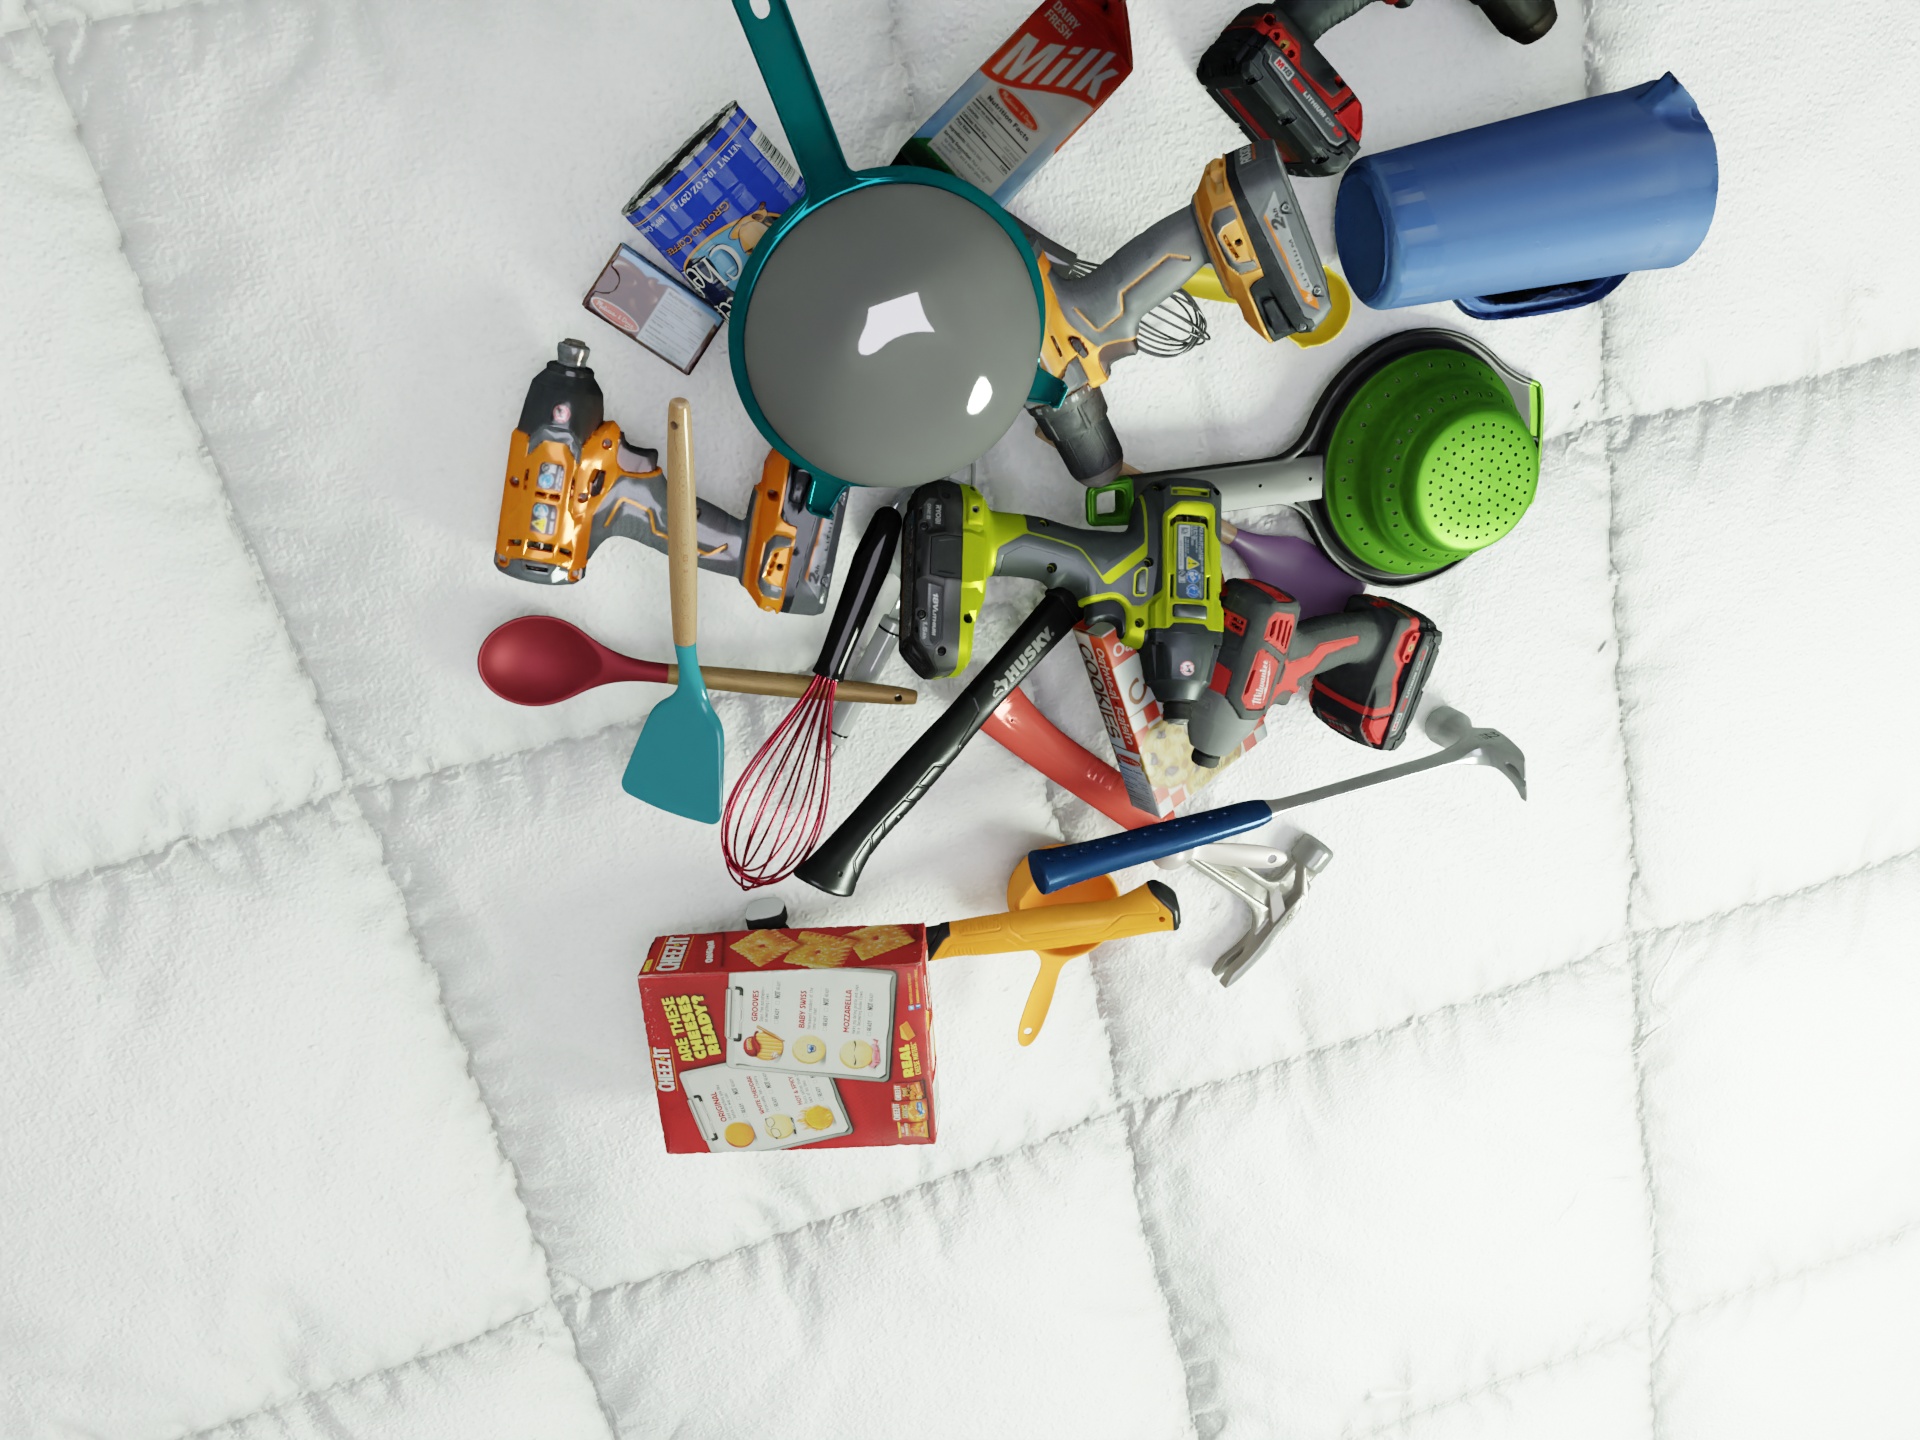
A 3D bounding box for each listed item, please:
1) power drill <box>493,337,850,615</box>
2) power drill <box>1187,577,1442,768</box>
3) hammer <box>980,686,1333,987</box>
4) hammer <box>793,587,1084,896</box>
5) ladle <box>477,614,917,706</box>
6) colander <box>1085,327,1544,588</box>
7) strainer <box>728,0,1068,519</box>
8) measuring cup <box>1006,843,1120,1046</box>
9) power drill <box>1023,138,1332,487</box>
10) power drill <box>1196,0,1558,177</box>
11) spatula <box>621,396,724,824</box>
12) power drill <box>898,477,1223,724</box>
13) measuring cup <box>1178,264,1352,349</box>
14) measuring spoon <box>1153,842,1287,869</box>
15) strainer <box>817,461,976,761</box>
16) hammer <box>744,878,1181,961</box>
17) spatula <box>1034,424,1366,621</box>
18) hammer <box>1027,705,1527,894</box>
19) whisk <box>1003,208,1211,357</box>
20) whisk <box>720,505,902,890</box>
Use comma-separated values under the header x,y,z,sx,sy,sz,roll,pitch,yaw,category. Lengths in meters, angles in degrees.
x,y,z,sx,sy,sz,roll,pitch,yaw,category
-0.194,-0.163,1.090,0.226,0.084,0.164,9,108,-14,power drill
0.261,-0.032,1.216,0.219,0.079,0.143,-1,115,-40,power drill
0.139,0.081,1.296,0.358,0.037,0.149,33,99,-24,hammer
-0.002,-0.004,1.165,0.335,0.035,0.146,-48,120,-16,hammer
-0.186,-0.032,1.155,0.315,0.031,0.069,6,111,-11,ladle
0.291,-0.178,1.191,0.397,0.095,0.204,-10,112,-15,colander
-0.052,-0.273,0.950,0.211,0.095,0.340,-26,129,-3,strainer
0.070,0.182,1.308,0.095,0.052,0.173,10,109,-18,measuring cup
0.134,-0.268,1.081,0.226,0.084,0.185,-19,120,20,power drill
0.297,-0.484,1.102,0.187,0.080,0.226,39,94,-24,power drill
-0.189,-0.068,1.066,0.082,0.044,0.317,19,131,15,spatula
0.073,-0.086,1.111,0.223,0.080,0.171,3,84,-10,power drill
0.210,-0.317,1.174,0.156,0.029,0.062,11,108,-6,measuring cup
0.214,0.111,1.298,0.124,0.018,0.034,5,109,-18,measuring spoon
-0.045,-0.077,1.185,0.086,0.050,0.258,21,107,-26,strainer
0.006,0.178,1.253,0.337,0.034,0.127,-9,113,5,hammer
0.188,-0.152,1.229,0.315,0.018,0.060,26,99,-23,spatula
0.252,0.069,1.251,0.405,0.144,0.035,-15,110,-12,hammer
0.075,-0.322,1.122,0.238,0.055,0.055,24,103,-17,whisk
-0.101,-0.013,1.136,0.073,0.073,0.296,19,97,-21,whisk
